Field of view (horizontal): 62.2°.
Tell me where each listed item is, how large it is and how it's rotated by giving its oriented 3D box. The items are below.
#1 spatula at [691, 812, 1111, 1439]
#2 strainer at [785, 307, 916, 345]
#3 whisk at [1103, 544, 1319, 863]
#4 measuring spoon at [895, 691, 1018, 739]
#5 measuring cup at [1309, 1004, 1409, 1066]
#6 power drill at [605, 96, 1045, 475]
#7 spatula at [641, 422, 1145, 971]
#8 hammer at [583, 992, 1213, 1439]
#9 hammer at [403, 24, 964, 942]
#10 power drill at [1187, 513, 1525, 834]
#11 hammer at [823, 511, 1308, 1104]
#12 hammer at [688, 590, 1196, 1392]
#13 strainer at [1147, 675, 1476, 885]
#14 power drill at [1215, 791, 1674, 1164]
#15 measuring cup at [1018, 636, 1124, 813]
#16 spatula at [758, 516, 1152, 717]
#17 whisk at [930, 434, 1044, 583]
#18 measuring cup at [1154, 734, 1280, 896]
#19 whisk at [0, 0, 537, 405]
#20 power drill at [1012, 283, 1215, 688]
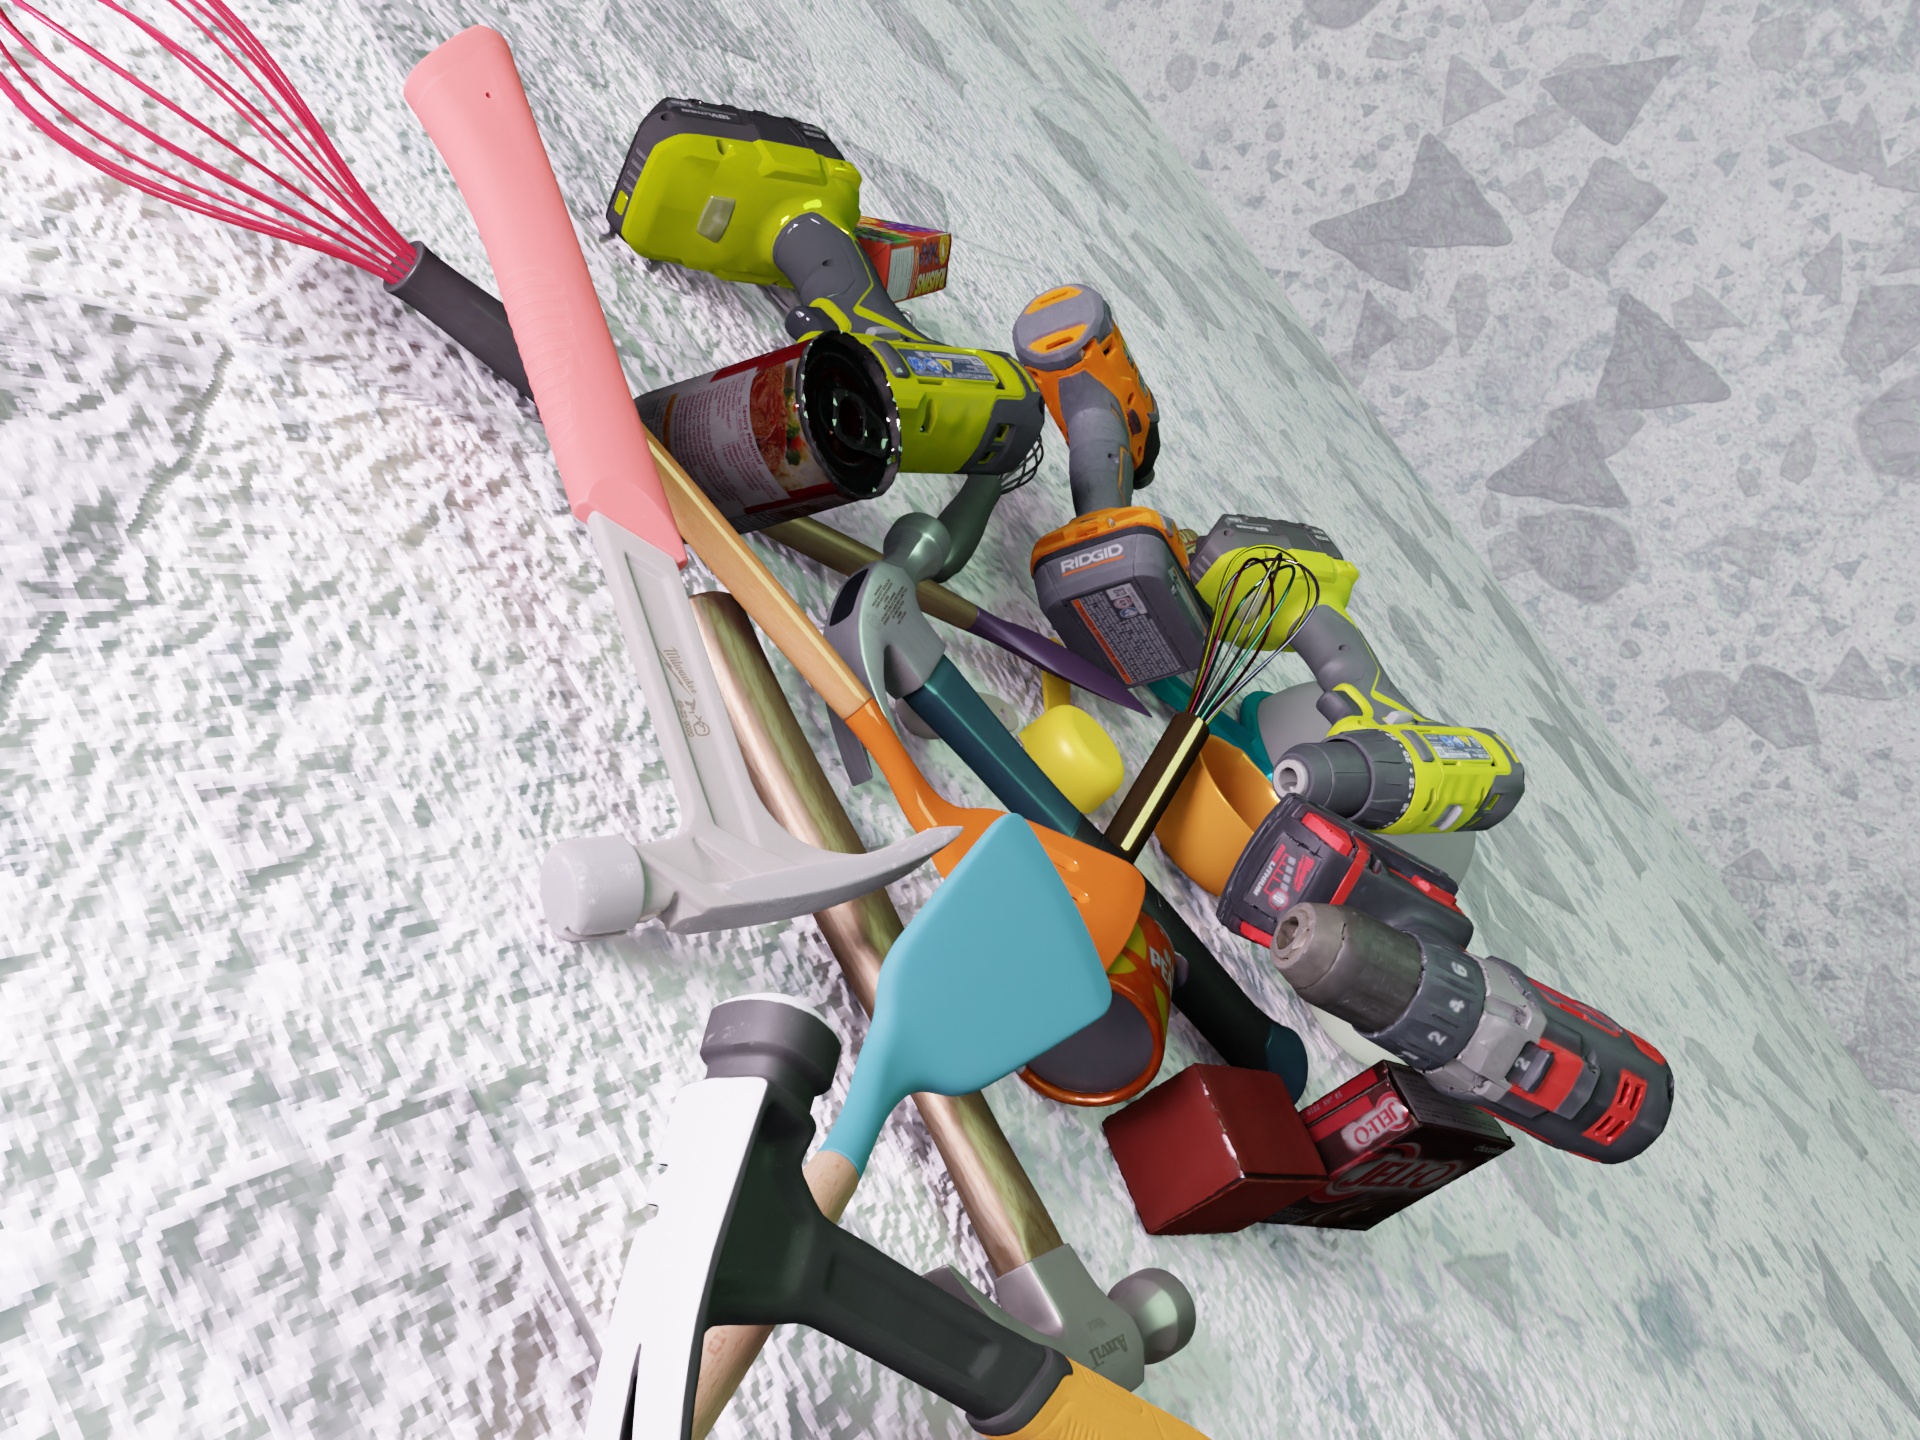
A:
[{"bbox_3d":[-0.038,0.138,0.435,0.082,0.044,0.317,63,32,-15],"label":"spatula"},{"bbox_3d":[-0.081,-0.169,0.832,0.087,0.050,0.258,31,31,4],"label":"strainer"},{"bbox_3d":[0.131,-0.014,0.869,0.047,0.051,0.245,51,54,-23],"label":"whisk"},{"bbox_3d":[-0.001,-0.002,0.778,0.124,0.018,0.034,8,58,-65],"label":"measuring spoon"},{"bbox_3d":[0.205,0.137,0.923,0.083,0.038,0.168,4,35,-52],"label":"measuring cup"},{"bbox_3d":[-0.078,-0.210,0.789,0.171,0.080,0.223,-6,52,-42],"label":"power drill"},{"bbox_3d":[-0.050,-0.028,0.623,0.322,0.041,0.081,50,33,-6],"label":"spatula"},{"bbox_3d":[0.029,0.208,0.457,0.336,0.034,0.127,44,45,-38],"label":"hammer"},{"bbox_3d":[-0.121,-0.098,0.572,0.149,0.036,0.359,-7,68,-40],"label":"hammer"},{"bbox_3d":[0.222,-0.023,0.981,0.190,0.080,0.229,2,45,-38],"label":"power drill"},{"bbox_3d":[0.057,0.060,0.736,0.330,0.033,0.128,48,42,-16],"label":"hammer"},{"bbox_3d":[-0.030,0.090,0.579,0.130,0.031,0.331,6,50,-58],"label":"hammer"},{"bbox_3d":[0.256,0.018,1.086,0.340,0.095,0.211,32,32,-39],"label":"strainer"},{"bbox_3d":[0.196,0.108,0.738,0.187,0.080,0.227,27,7,-16],"label":"power drill"},{"bbox_3d":[0.062,-0.010,0.871,0.062,0.029,0.157,40,26,-23],"label":"measuring cup"},{"bbox_3d":[-0.016,-0.063,0.803,0.315,0.018,0.060,24,18,-38],"label":"spatula"},{"bbox_3d":[0.010,-0.137,0.942,0.055,0.055,0.239,45,30,-13],"label":"whisk"},{"bbox_3d":[0.175,0.083,0.906,0.173,0.052,0.095,41,24,-20],"label":"measuring cup"},{"bbox_3d":[-0.224,-0.182,0.592,0.295,0.073,0.073,35,29,-44],"label":"whisk"},{"bbox_3d":[0.095,-0.134,0.970,0.164,0.084,0.227,49,30,-51],"label":"power drill"}]
